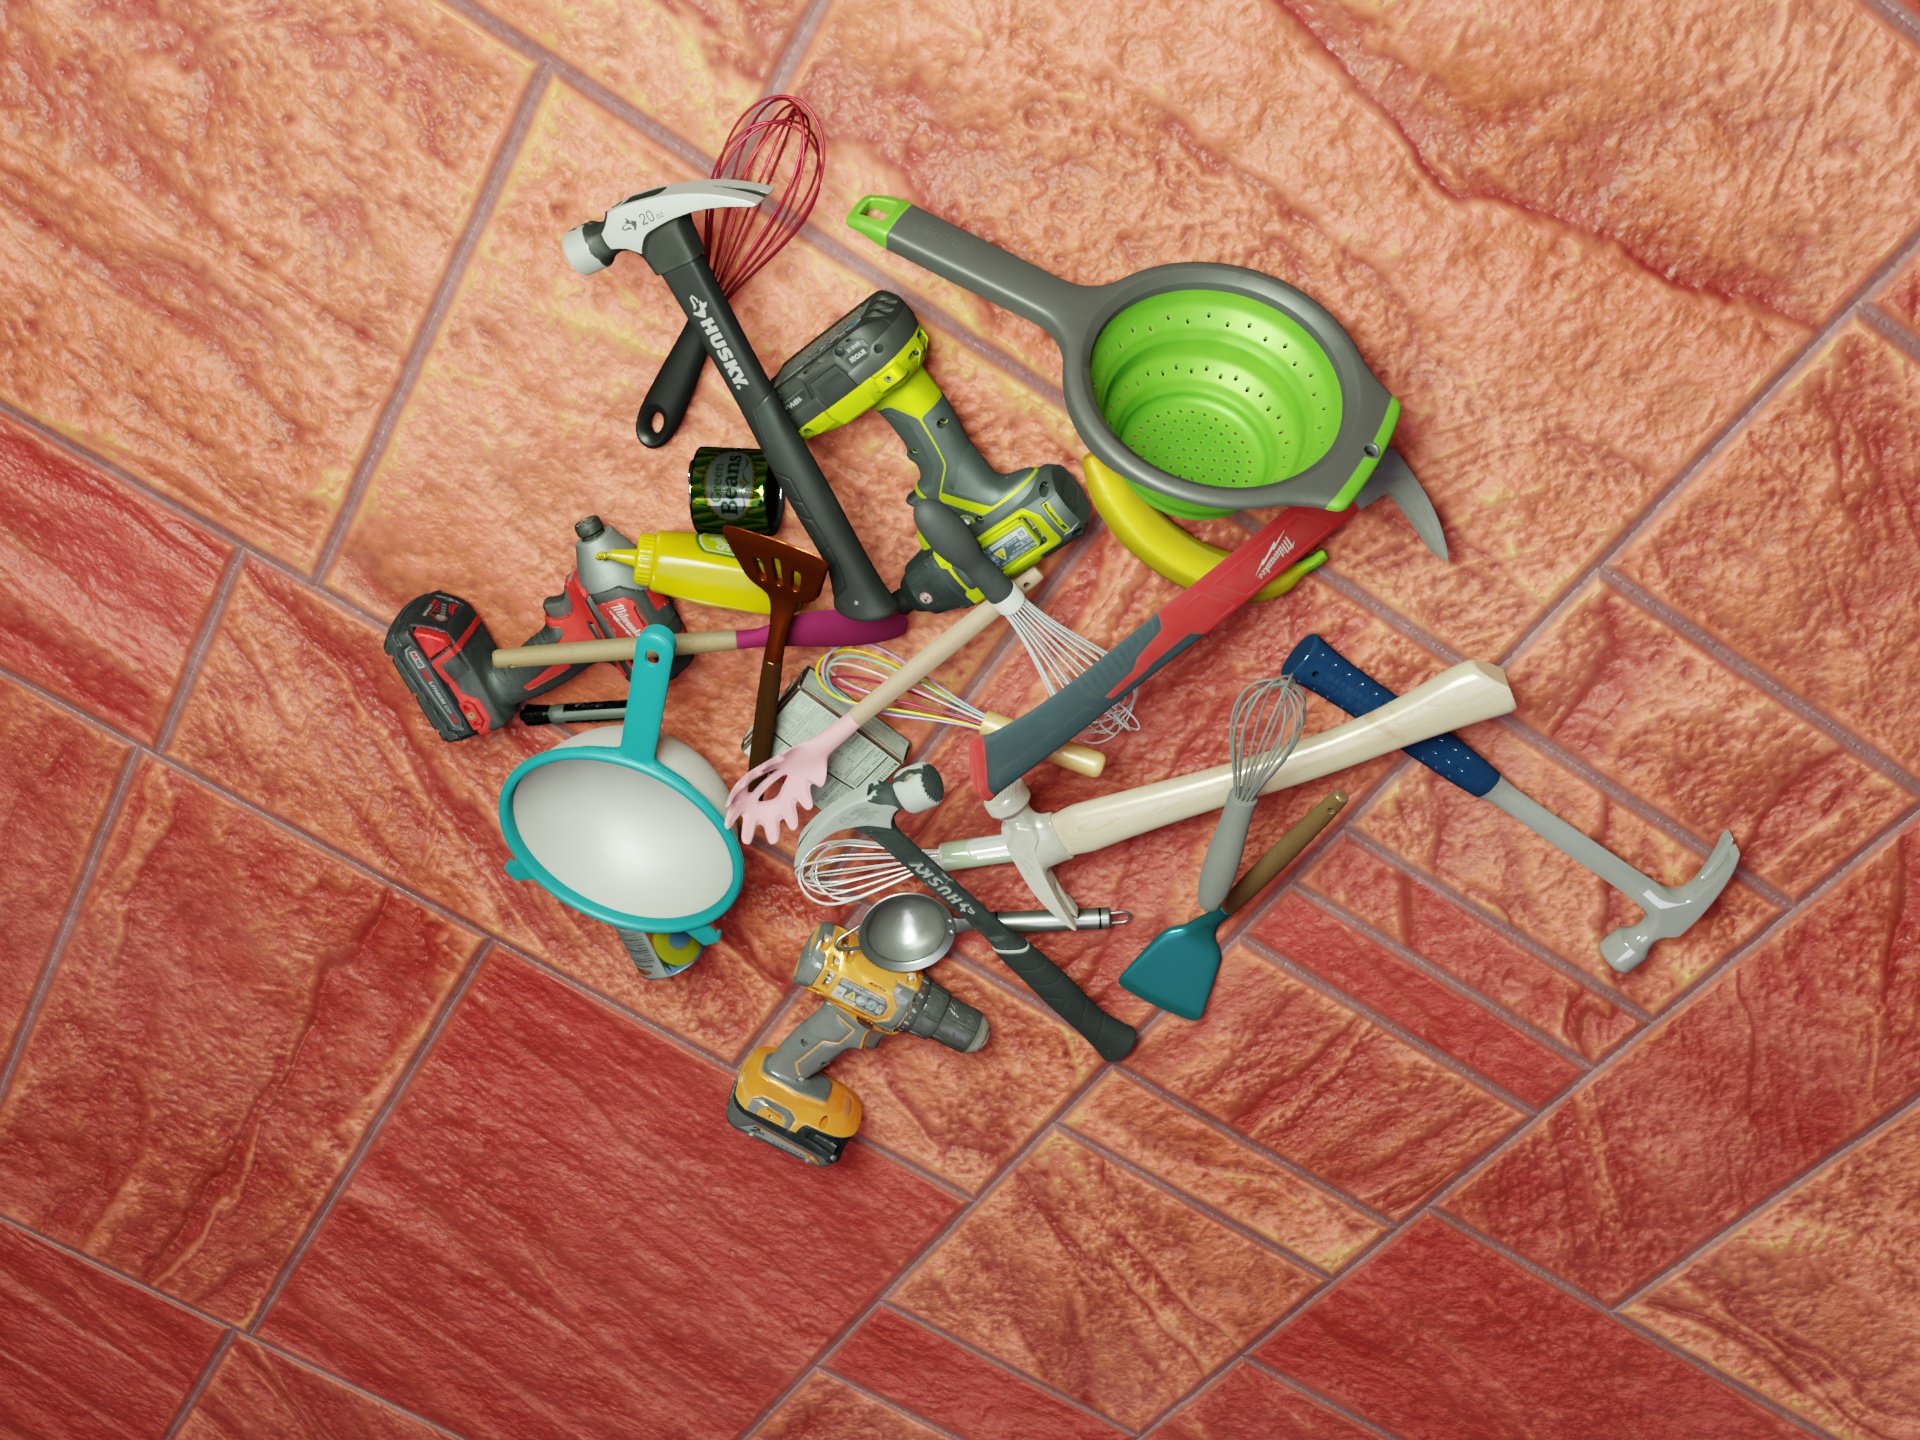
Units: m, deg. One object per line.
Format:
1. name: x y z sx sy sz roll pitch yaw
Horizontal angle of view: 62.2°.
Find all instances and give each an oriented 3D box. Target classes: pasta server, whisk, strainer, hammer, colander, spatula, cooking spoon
1. pasta server: -0.060 -0.014 1.228 0.316 0.040 0.060 -38 121 14
2. whisk: 0.053 -0.072 1.178 0.070 0.070 0.284 -27 133 22
3. strainer: -0.255 0.031 1.295 0.211 0.095 0.340 19 132 -1
4. strainer: 0.020 0.177 1.389 0.258 0.050 0.086 -3 121 2
5. hammer: 0.230 0.052 1.249 0.410 0.038 0.146 -20 118 20
6. colander: 0.095 -0.243 1.093 0.397 0.204 0.094 29 153 10
7. spatula: 0.233 0.151 1.313 0.082 0.044 0.317 27 140 -4
8. hammer: 0.026 0.182 1.339 0.149 0.036 0.408 -22 130 28
9. cooking spoon: -0.199 -0.060 1.230 0.319 0.017 0.068 -5 161 -5
10. whisk: -0.171 -0.307 1.124 0.073 0.073 0.295 28 127 -9
11. whisk: -0.023 0.117 1.361 0.246 0.058 0.059 -9 155 9
12. whisk: 0.215 0.061 1.209 0.055 0.055 0.238 11 128 2
13. hammer: -0.128 -0.209 1.094 0.146 0.035 0.334 -14 120 27
14. spatula: -0.151 -0.026 1.225 0.081 0.041 0.322 20 134 6
15. whisk: -0.003 -0.002 1.257 0.245 0.047 0.051 21 116 11
16. hammer: 0.170 -0.059 1.162 0.386 0.038 0.143 -39 109 6
17. hammer: 0.430 0.052 1.258 0.405 0.035 0.144 33 120 -11

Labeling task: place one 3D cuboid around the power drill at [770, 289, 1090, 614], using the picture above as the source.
1. power drill: -0.037 -0.184 1.165 0.171 0.080 0.223 -30 115 28

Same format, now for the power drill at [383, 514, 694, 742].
1. power drill: -0.338 -0.074 1.276 0.219 0.079 0.143 -17 118 14

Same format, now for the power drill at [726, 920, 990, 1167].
1. power drill: -0.096 0.307 1.466 0.185 0.084 0.226 27 116 -8
